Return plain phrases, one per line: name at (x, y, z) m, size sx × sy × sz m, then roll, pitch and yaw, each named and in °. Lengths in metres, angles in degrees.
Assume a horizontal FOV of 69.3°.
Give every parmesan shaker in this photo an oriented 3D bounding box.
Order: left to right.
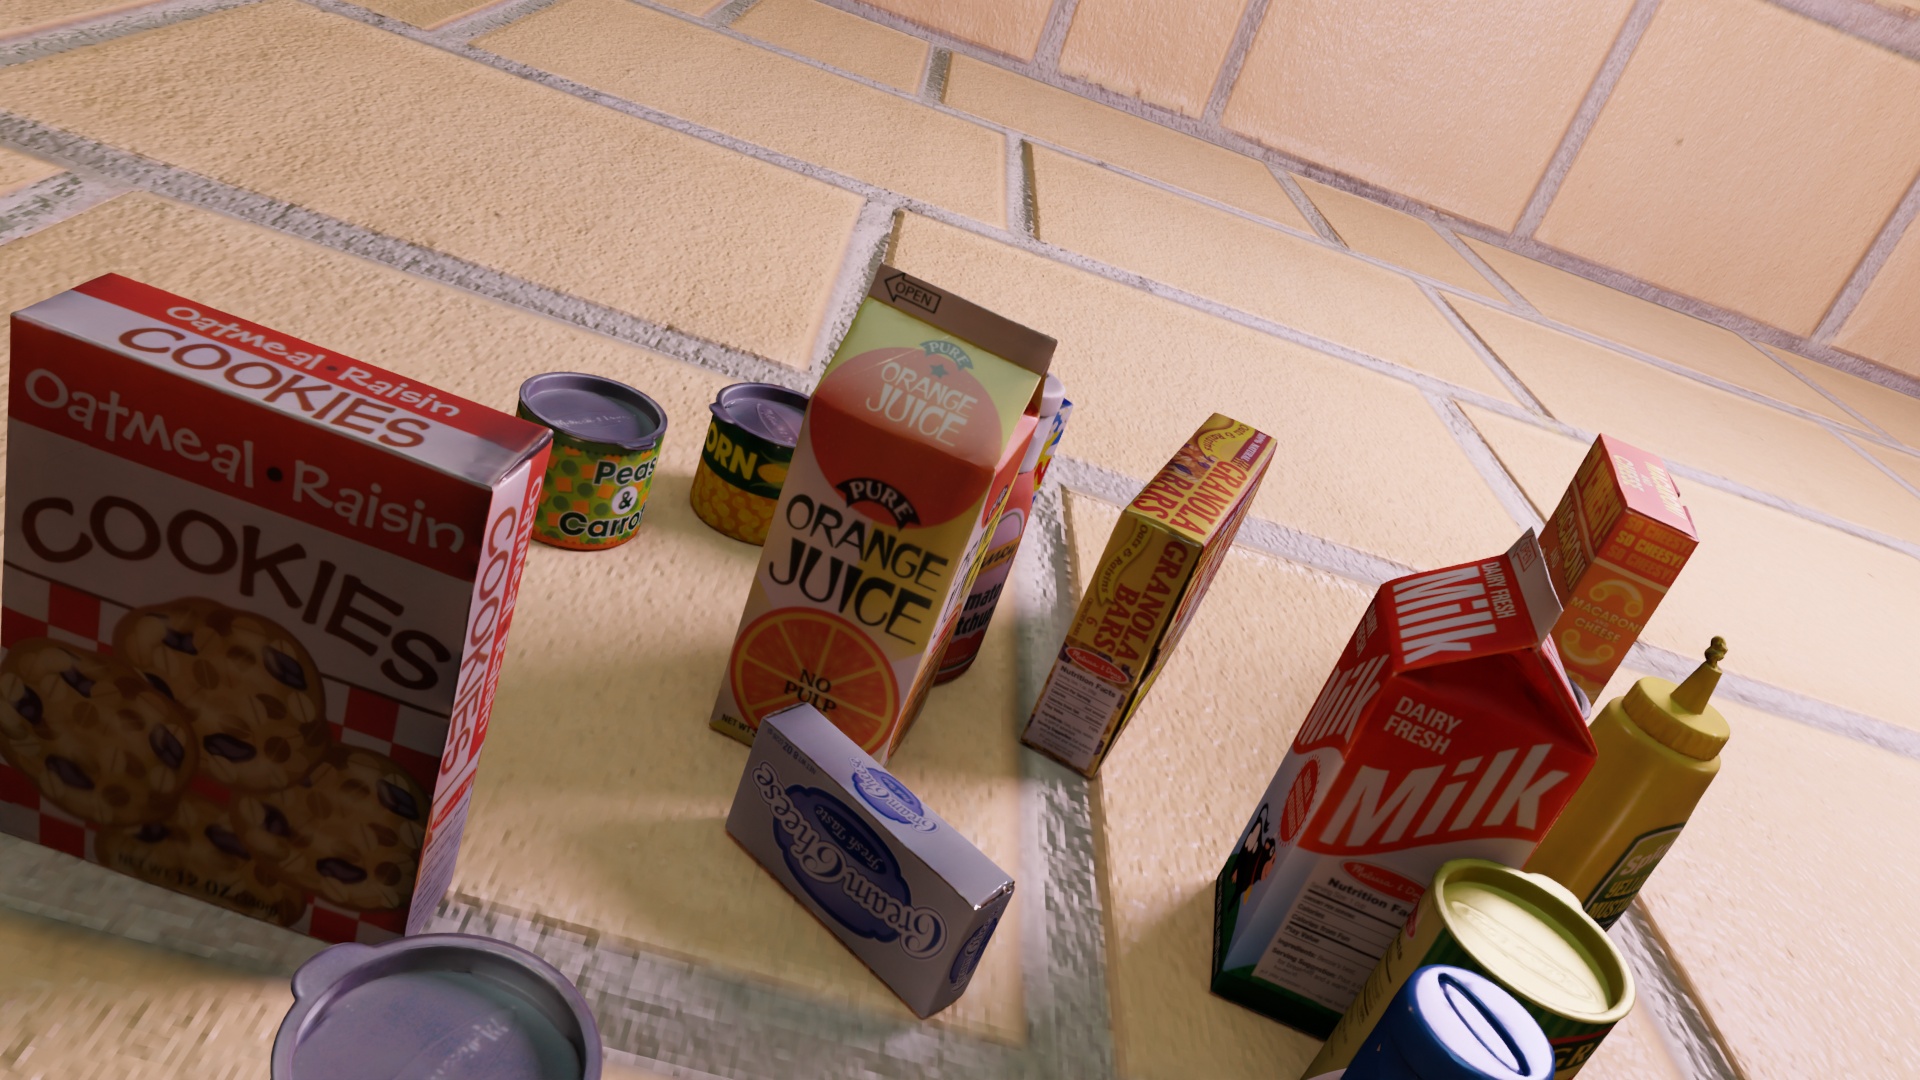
parmesan shaker at (0.162, 0.164, 0.454) m, size 0.071 × 0.102 × 0.071 m, roll 17°, pitch 27°, yaw -9°

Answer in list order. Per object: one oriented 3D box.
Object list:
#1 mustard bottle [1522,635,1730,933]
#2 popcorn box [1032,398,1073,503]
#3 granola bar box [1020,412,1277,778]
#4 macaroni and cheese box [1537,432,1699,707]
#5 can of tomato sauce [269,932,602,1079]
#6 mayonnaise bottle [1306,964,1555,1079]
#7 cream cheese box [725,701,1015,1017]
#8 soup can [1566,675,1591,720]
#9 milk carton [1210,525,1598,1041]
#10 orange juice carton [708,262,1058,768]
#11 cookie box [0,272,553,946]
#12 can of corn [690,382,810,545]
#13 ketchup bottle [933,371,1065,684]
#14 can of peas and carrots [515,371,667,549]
mustard bottle at (0.272, 0.107, 0.575) m, size 0.065 × 0.159 × 0.049 m, roll 0°, pitch 34°, yaw -37°
popcorn box at (0.003, -0.034, 0.726) m, size 0.038 × 0.084 × 0.127 m, roll 32°, pitch 28°, yaw 20°
granola bar box at (0.093, 0.020, 0.648) m, size 0.039 × 0.123 × 0.166 m, roll 27°, pitch 27°, yaw 12°
macaroni and cheese box at (0.314, 0.040, 0.724) m, size 0.040 × 0.165 × 0.124 m, roll 25°, pitch 27°, yaw 8°
can of tomato sauce at (-0.124, 0.141, 0.311) m, size 0.071 × 0.082 × 0.071 m, roll 17°, pitch 27°, yaw -9°
mayonnaise bottle at (0.092, 0.169, 0.344) m, size 0.041 × 0.147 × 0.065 m, roll 4°, pitch 31°, yaw -31°
cream cheese box at (-0.033, 0.107, 0.473) m, size 0.104 × 0.053 × 0.024 m, roll 36°, pitch 30°, yaw 27°
soup can at (0.245, 0.095, 0.662) m, size 0.071 × 0.083 × 0.072 m, roll 17°, pitch 27°, yaw -9°
milk carton at (0.162, 0.087, 0.499) m, size 0.073 × 0.189 × 0.073 m, roll 23°, pitch 26°, yaw 3°
orange juice carton at (-0.028, -0.005, 0.532) m, size 0.072 × 0.191 × 0.073 m, roll 24°, pitch 26°, yaw 6°
cookie box at (-0.192, 0.026, 0.383) m, size 0.123 × 0.166 × 0.040 m, roll 20°, pitch 26°, yaw -3°
can of corn at (-0.098, -0.038, 0.691) m, size 0.071 × 0.058 × 0.071 m, roll 17°, pitch 27°, yaw -9°
ketchup bottle at (0.002, -0.008, 0.606) m, size 0.043 × 0.148 × 0.065 m, roll 38°, pitch 31°, yaw 30°
can of peas and carrots at (-0.171, -0.035, 0.633) m, size 0.071 × 0.058 × 0.071 m, roll 17°, pitch 27°, yaw -9°
